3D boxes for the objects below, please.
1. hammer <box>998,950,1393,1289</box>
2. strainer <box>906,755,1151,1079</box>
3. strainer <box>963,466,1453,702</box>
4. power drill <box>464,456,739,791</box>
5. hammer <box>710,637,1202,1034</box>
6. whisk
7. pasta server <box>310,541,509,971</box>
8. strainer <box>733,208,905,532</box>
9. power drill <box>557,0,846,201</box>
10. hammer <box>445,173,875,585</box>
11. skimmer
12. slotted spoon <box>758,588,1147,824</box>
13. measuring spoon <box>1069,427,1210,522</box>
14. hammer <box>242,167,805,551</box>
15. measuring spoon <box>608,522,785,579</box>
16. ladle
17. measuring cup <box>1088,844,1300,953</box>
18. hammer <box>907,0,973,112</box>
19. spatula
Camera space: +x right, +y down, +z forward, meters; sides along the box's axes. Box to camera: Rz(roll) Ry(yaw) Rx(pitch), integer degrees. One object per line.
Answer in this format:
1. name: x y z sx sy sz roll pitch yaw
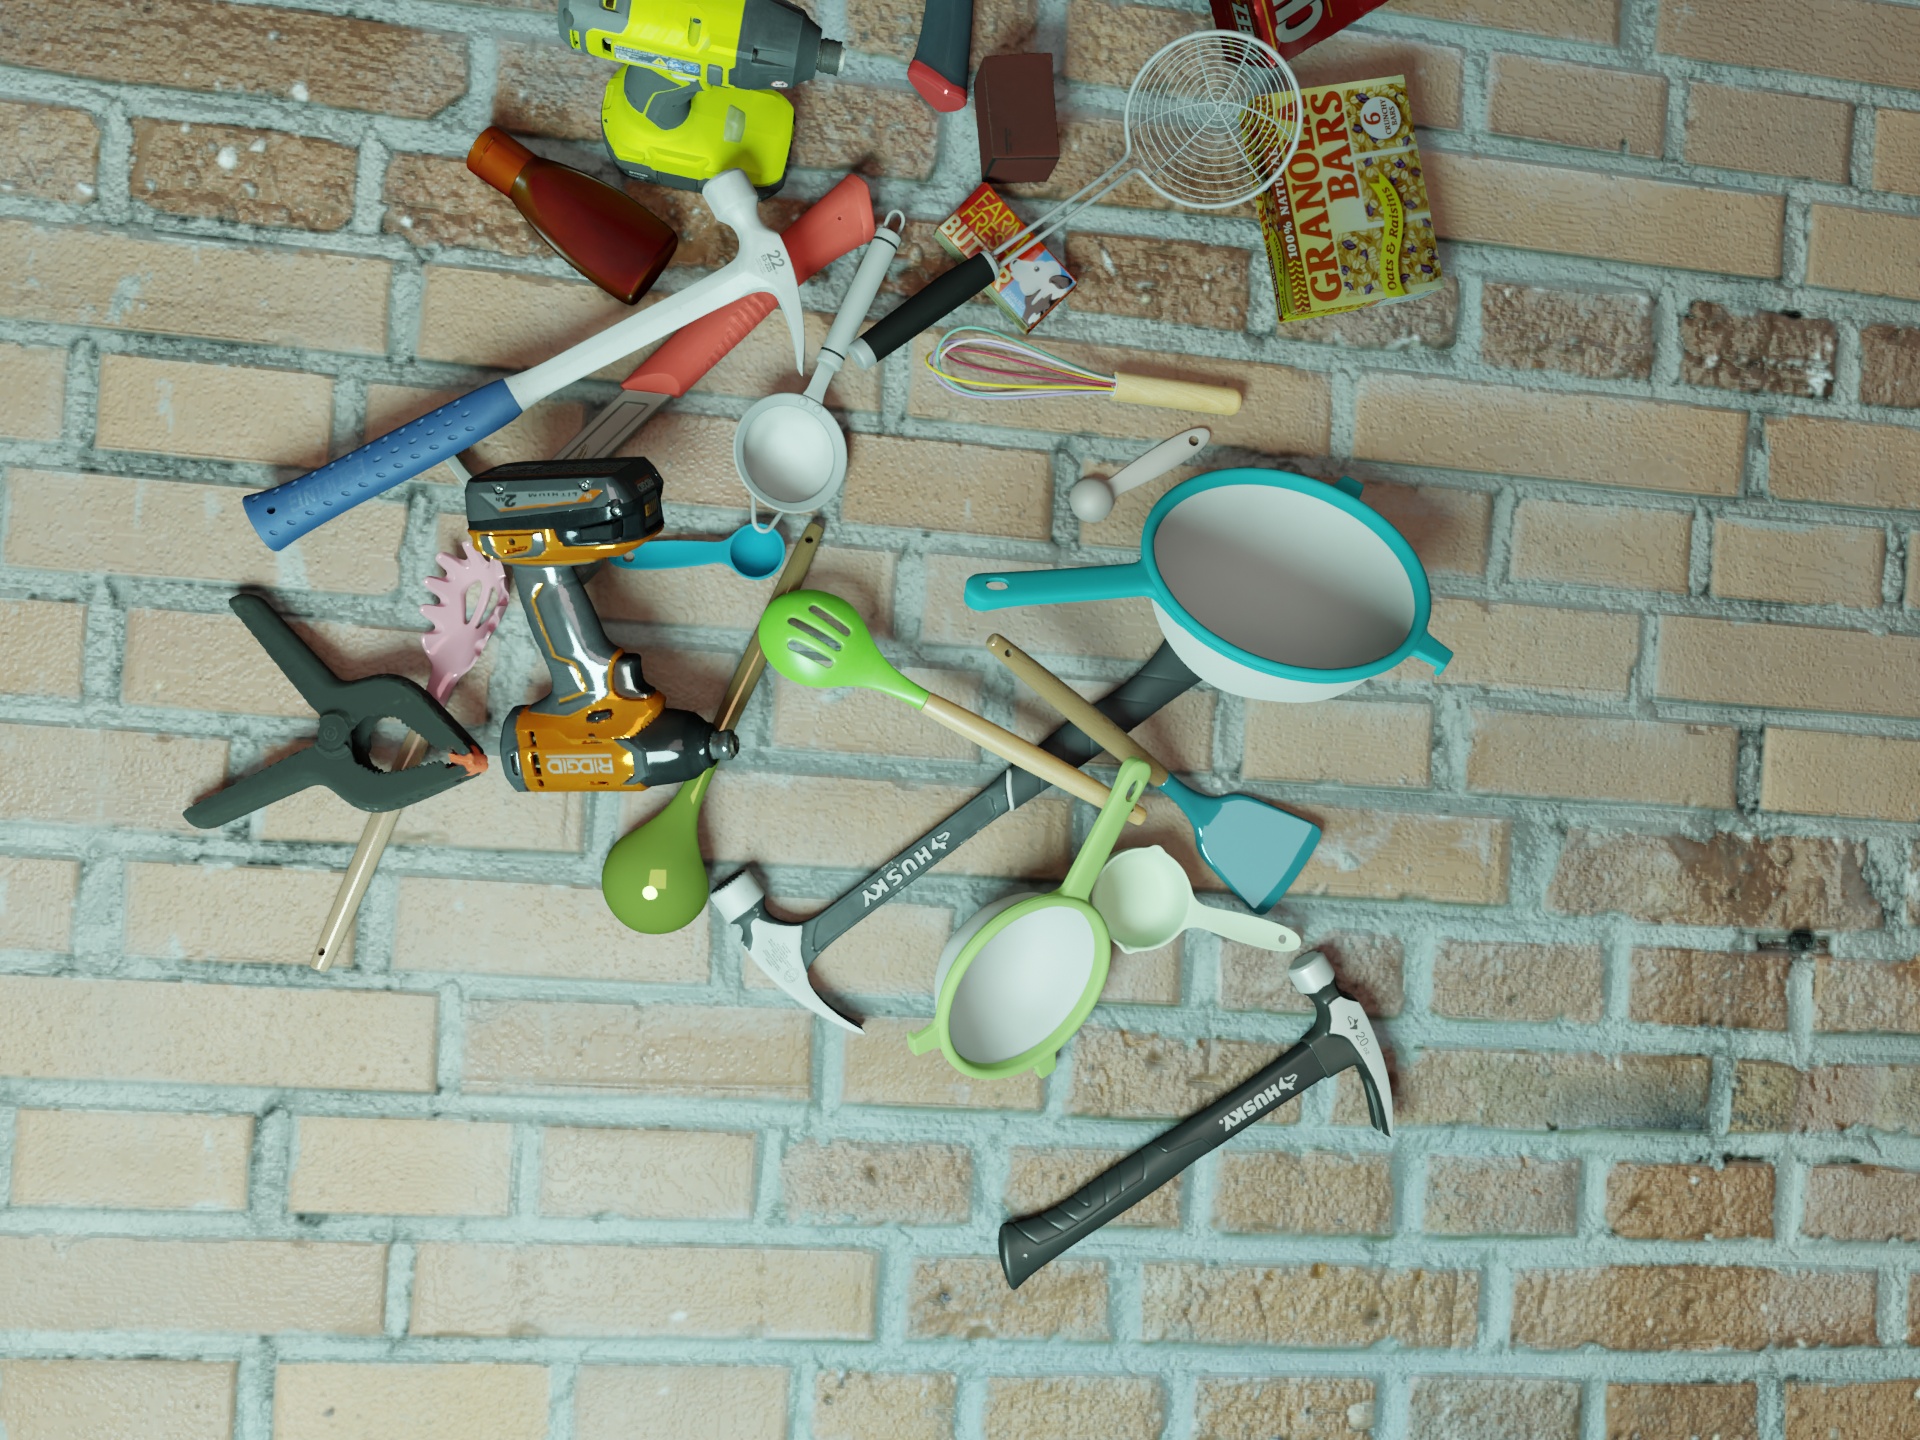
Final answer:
1. hammer: 0.173 0.323 1.196 0.335 0.035 0.146 -32 93 -7
2. strainer: 0.055 0.131 1.140 0.151 0.069 0.256 21 99 -43
3. strainer: 0.164 -0.077 1.144 0.340 0.095 0.211 -5 51 -13
4. power drill: -0.238 -0.058 1.071 0.164 0.084 0.226 0 110 11
5. hammer: 0.024 0.068 1.176 0.409 0.036 0.149 -36 96 -8
6. whisk: 0.093 -0.256 1.188 0.245 0.047 0.051 5 100 -13
7. pasta server: -0.390 0.027 1.112 0.060 0.040 0.316 22 88 10
8. strainer: -0.097 -0.253 1.150 0.086 0.050 0.258 26 87 -25
9. power drill: -0.168 -0.423 1.055 0.171 0.223 0.080 10 89 -8
10. hammer: -0.203 -0.268 1.143 0.149 0.037 0.359 45 84 -4
11. skimmer: 0.080 -0.358 1.133 0.363 0.090 0.127 -37 118 -10
12. slotted spoon: -0.002 -0.004 1.144 0.313 0.031 0.070 29 78 -7
13. measuring spoon: 0.138 -0.190 1.203 0.124 0.018 0.034 -31 94 -8
14. hammer: -0.294 -0.223 1.090 0.405 0.035 0.144 -29 94 -4
15. measuring spoon: -0.191 -0.119 1.157 0.128 0.021 0.042 -2 81 0
16. ladle: -0.169 0.003 1.150 0.078 0.062 0.320 23 79 1
17. measuring cup: 0.174 0.145 1.197 0.167 0.038 0.083 17 87 -10
18. hammer: 0.013 -0.646 1.178 0.143 0.038 0.386 2 89 -10
19. spatula: 0.137 0.030 1.161 0.317 0.044 0.082 37 88 -28
